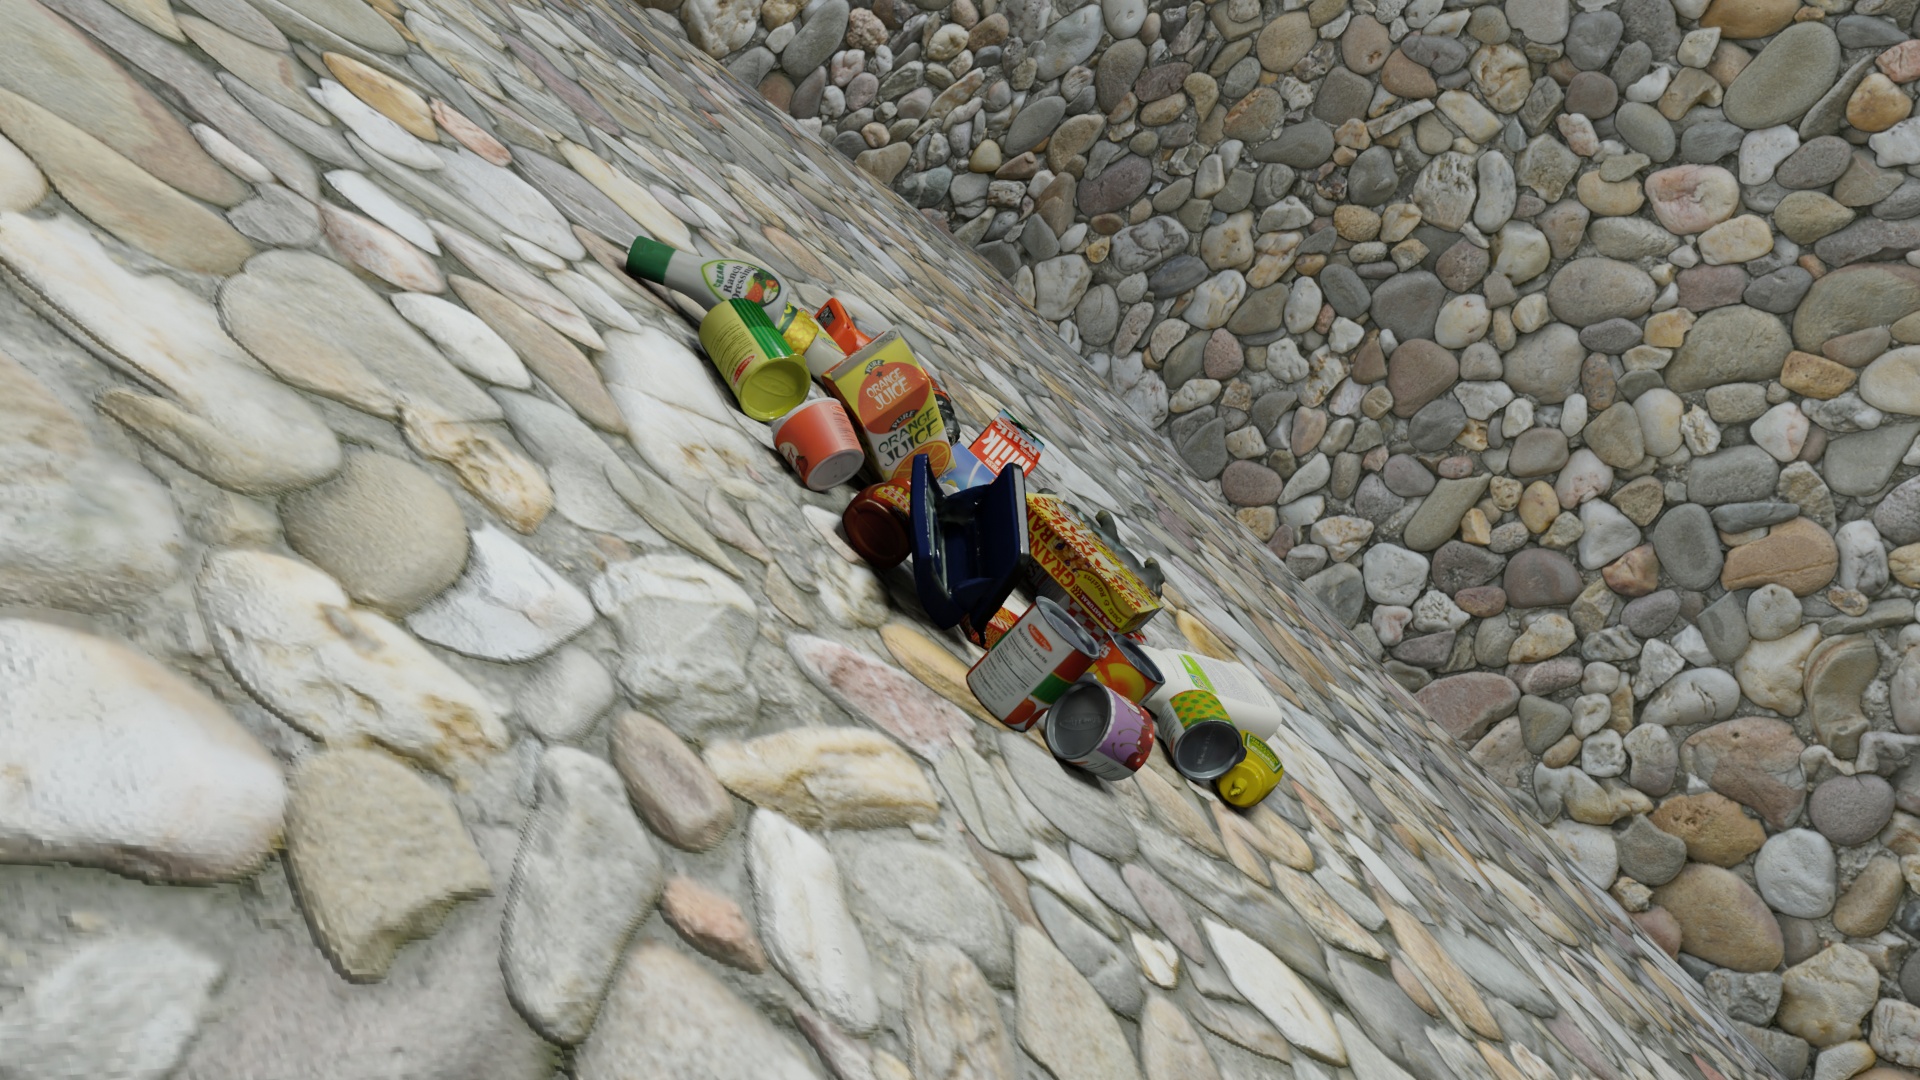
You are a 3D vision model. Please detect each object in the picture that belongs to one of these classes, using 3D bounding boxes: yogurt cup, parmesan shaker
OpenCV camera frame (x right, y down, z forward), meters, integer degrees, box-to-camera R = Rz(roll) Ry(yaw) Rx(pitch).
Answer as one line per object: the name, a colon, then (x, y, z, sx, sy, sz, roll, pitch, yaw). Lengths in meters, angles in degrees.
yogurt cup: (-0.117, -0.079, 1.170, 0.054, 0.072, 0.072, 58, 19, 24)
parmesan shaker: (-0.181, -0.164, 1.230, 0.071, 0.071, 0.103, 27, 20, -48)

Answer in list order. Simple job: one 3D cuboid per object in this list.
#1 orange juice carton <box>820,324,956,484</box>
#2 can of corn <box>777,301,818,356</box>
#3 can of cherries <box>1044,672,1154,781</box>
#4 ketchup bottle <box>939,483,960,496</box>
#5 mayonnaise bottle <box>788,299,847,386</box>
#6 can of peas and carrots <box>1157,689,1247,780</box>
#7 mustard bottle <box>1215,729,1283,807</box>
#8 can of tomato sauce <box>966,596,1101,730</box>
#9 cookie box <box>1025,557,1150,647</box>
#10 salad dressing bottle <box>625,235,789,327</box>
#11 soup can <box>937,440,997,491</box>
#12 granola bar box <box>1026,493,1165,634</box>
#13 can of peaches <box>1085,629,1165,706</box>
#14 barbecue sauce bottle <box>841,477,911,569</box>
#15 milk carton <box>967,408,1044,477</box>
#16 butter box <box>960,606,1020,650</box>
orange juice carton: (-0.066, -0.116, 1.244, 0.073, 0.072, 0.192, 49, -11, 28)
can of corn: (-0.179, -0.204, 1.359, 0.058, 0.071, 0.071, 38, 14, -19)
can of cherries: (0.110, 0.146, 1.090, 0.058, 0.071, 0.072, 32, 17, -38)
ketchup bottle: (0.005, -0.016, 1.288, 0.065, 0.043, 0.148, 48, 3, 22)
mayonnaise bottle: (-0.149, -0.198, 1.483, 0.148, 0.041, 0.065, 49, 14, 29)
can of peas and carrots: (0.226, 0.181, 1.301, 0.071, 0.071, 0.059, 36, 14, -23)
mustard bottle: (0.275, 0.226, 1.341, 0.065, 0.048, 0.160, 43, 14, 10)
can of tomato sauce: (0.057, 0.096, 1.071, 0.071, 0.083, 0.071, 39, 14, -12)
cookie box: (0.124, 0.054, 1.469, 0.123, 0.040, 0.168, 34, 17, -27)
salad dressing bottle: (-0.235, -0.241, 1.292, 0.148, 0.064, 0.043, 20, -28, -4)
soup can: (0.005, -0.047, 1.403, 0.084, 0.071, 0.071, 44, 14, 3)
granola bar box: (0.121, 0.023, 1.391, 0.166, 0.039, 0.124, 46, 16, 15)
can of peaches: (0.141, 0.125, 1.265, 0.071, 0.058, 0.071, 39, 15, -12)
barbecue sauce bottle: (-0.061, -0.022, 1.186, 0.065, 0.043, 0.149, 49, 13, -7)
milk carton: (0.044, -0.095, 1.630, 0.072, 0.073, 0.191, 41, 14, -3)
butter box: (0.039, 0.080, 1.194, 0.103, 0.024, 0.053, 31, 17, -38)
